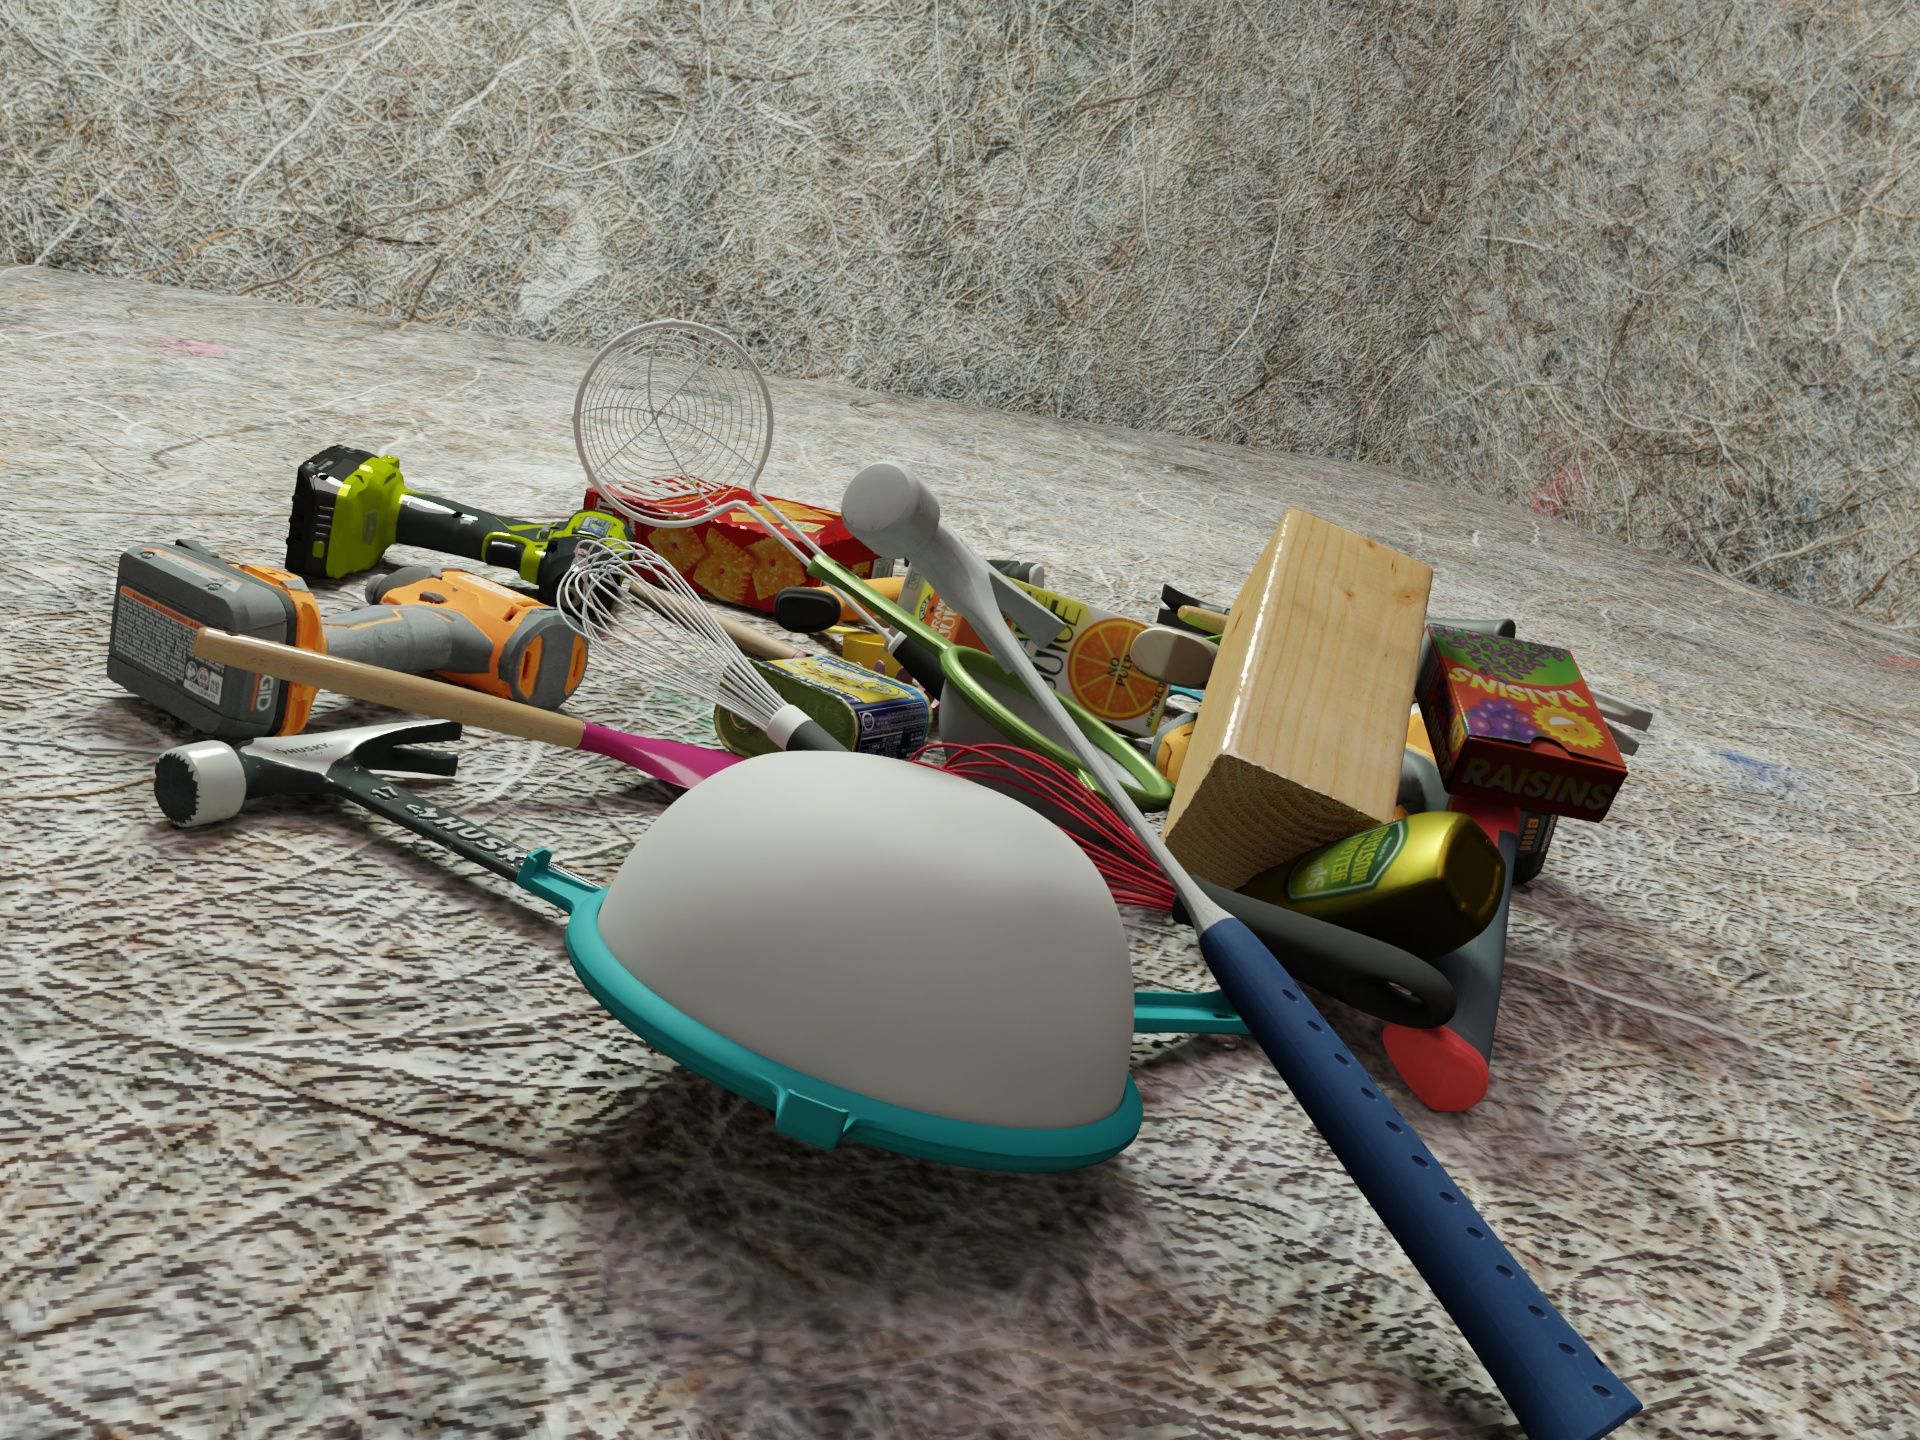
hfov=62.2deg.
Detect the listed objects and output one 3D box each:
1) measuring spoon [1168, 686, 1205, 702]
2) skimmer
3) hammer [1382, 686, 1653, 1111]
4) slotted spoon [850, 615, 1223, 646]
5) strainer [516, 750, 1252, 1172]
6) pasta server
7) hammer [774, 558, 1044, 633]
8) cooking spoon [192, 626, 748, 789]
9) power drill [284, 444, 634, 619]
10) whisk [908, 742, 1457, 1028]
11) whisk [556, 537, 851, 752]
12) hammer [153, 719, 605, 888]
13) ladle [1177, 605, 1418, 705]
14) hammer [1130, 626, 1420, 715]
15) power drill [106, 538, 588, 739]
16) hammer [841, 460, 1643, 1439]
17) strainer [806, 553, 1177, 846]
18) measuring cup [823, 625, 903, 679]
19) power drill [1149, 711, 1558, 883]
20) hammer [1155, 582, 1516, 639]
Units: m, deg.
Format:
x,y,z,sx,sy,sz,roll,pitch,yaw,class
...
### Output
x,y,z,sx,sy,sz,roll,pitch,yaw,class
0.181,-0.009,1.215,0.128,0.021,0.042,20,17,-3,measuring spoon
-0.082,-0.095,0.974,0.363,0.127,0.090,43,-6,7,skimmer
0.284,0.069,0.820,0.143,0.038,0.386,18,33,12,hammer
0.049,-0.066,1.211,0.314,0.031,0.070,8,9,25,slotted spoon
0.024,0.074,0.599,0.340,0.095,0.211,12,11,-42,strainer
-0.129,-0.057,1.117,0.316,0.040,0.060,23,8,37,pasta server
-0.052,-0.100,1.212,0.127,0.034,0.337,7,11,23,hammer
-0.218,0.001,0.806,0.318,0.017,0.069,16,11,-32,cooking spoon
-0.351,-0.127,1.135,0.223,0.080,0.171,12,16,-10,power drill
0.087,0.075,0.735,0.296,0.073,0.073,21,19,33,whisk
-0.117,-0.013,0.881,0.285,0.070,0.070,37,25,20,whisk
-0.149,0.078,0.672,0.409,0.036,0.149,21,18,26,hammer
0.285,-0.050,1.268,0.315,0.031,0.069,14,1,-37,ladle
0.207,-0.027,1.100,0.146,0.038,0.410,20,6,30,hammer
-0.344,-0.051,0.887,0.164,0.084,0.226,21,15,30,power drill
0.090,0.069,0.573,0.406,0.035,0.144,55,10,30,hammer
-0.001,-0.003,0.901,0.256,0.069,0.151,36,12,20,strainer
-0.081,-0.052,1.172,0.062,0.029,0.157,0,9,-31,measuring cup
0.248,0.053,0.948,0.226,0.084,0.185,1,22,-20,power drill
0.306,-0.076,1.301,0.146,0.035,0.335,12,-2,-35,hammer
